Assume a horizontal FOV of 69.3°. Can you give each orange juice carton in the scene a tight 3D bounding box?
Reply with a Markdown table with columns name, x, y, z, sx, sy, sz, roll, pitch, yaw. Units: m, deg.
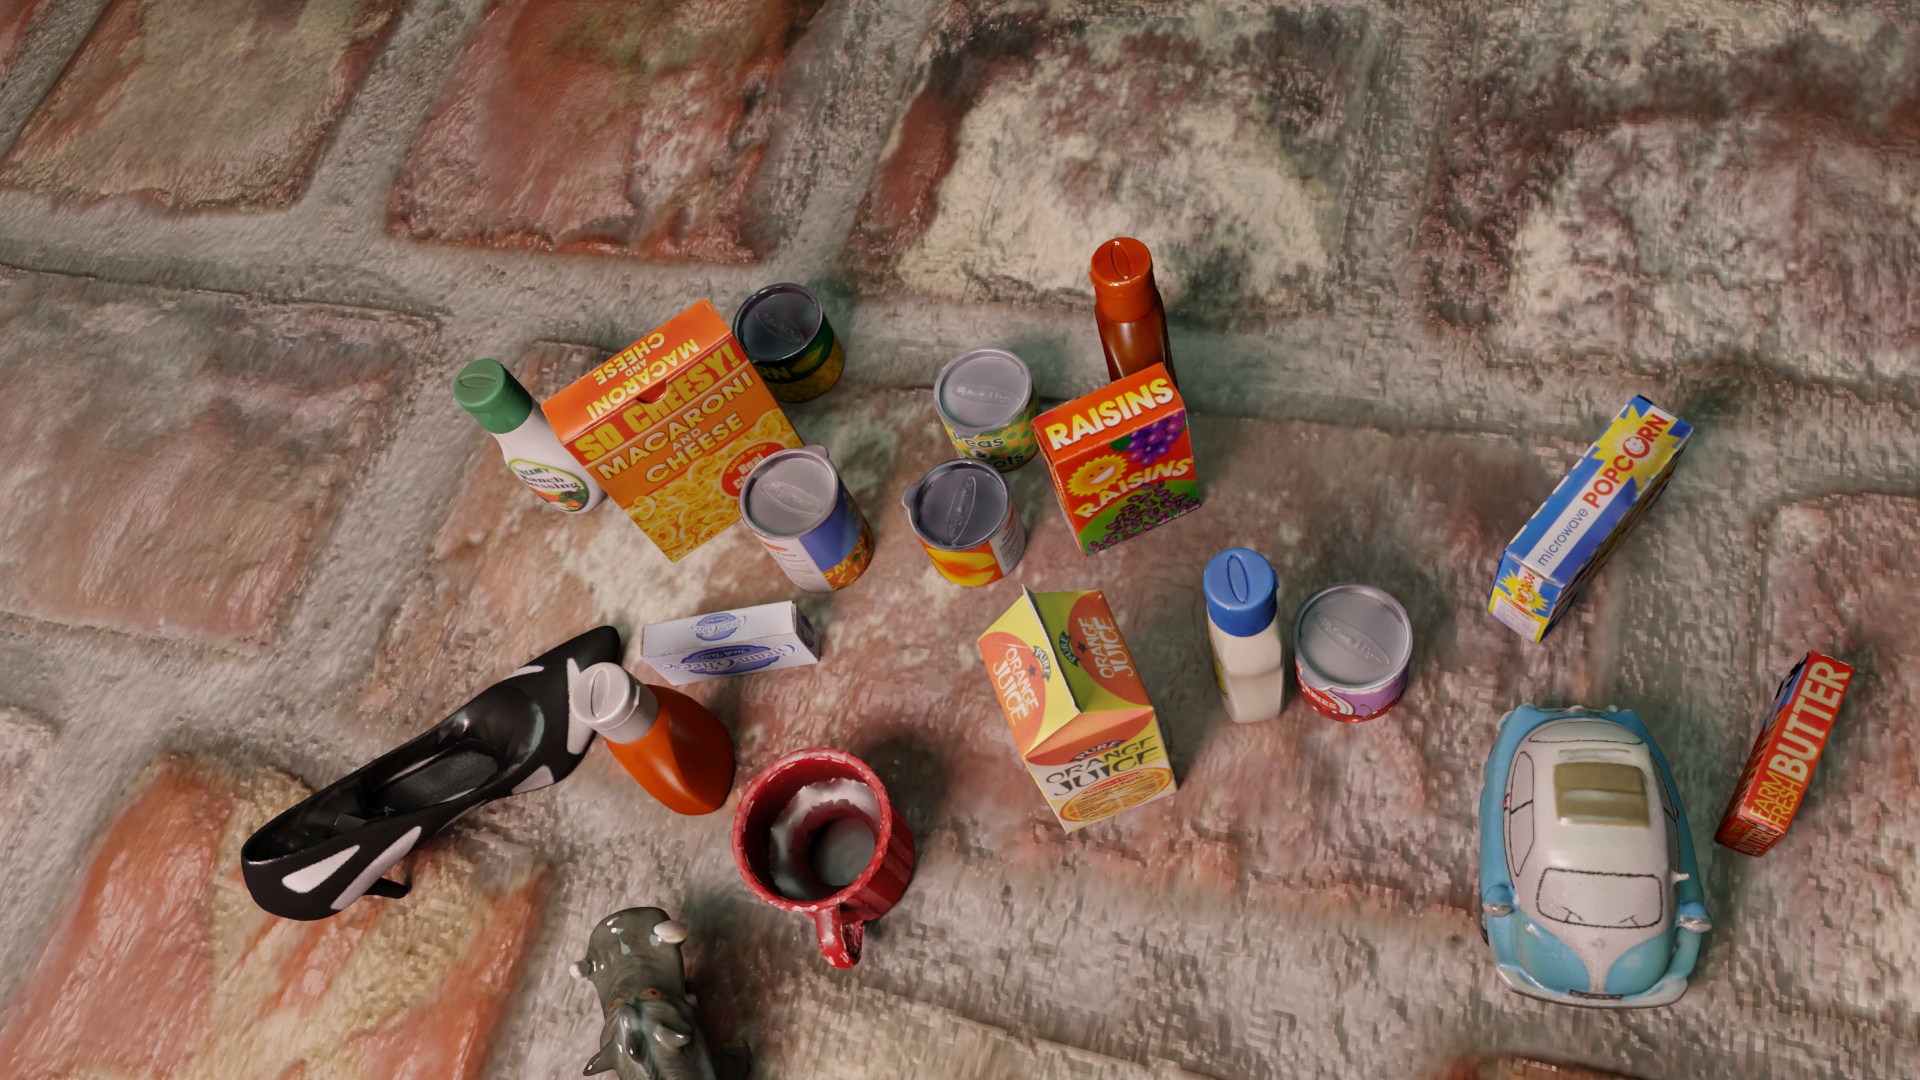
| name | x | y | z | sx | sy | sz | roll | pitch | yaw |
| --- | --- | --- | --- | --- | --- | --- | --- | --- | --- |
| orange juice carton | 0.064 | 0.091 | 0.751 | 0.073 | 0.192 | 0.072 | -22 | 61 | 3 |

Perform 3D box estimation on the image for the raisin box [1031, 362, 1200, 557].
| name | x | y | z | sx | sy | sz | roll | pitch | yaw |
| --- | --- | --- | --- | --- | --- | --- | --- | --- | --- |
| raisin box | 0.098 | -0.047 | 0.852 | 0.086 | 0.123 | 0.040 | -23 | 61 | 2 |

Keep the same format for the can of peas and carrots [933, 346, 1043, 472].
| name | x | y | z | sx | sy | sz | roll | pitch | yaw |
| --- | --- | --- | --- | --- | --- | --- | --- | --- | --- |
| can of peas and carrots | 0.020 | -0.084 | 0.928 | 0.071 | 0.058 | 0.071 | -6 | 62 | 11 |

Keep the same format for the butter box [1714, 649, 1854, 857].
| name | x | y | z | sx | sy | sz | roll | pitch | yaw |
| --- | --- | --- | --- | --- | --- | --- | --- | --- | --- |
| butter box | 0.431 | 0.113 | 0.727 | 0.024 | 0.053 | 0.104 | 26 | 72 | 24 |

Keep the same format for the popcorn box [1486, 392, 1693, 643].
| name | x | y | z | sx | sy | sz | roll | pitch | yaw |
| --- | --- | --- | --- | --- | --- | --- | --- | --- | --- |
| popcorn box | 0.356 | -0.011 | 0.791 | 0.038 | 0.085 | 0.127 | 38 | 78 | 27 |

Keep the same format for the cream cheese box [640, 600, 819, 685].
| name | x | y | z | sx | sy | sz | roll | pitch | yaw |
| --- | --- | --- | --- | --- | --- | --- | --- | --- | --- |
| cream cheese box | -0.147 | 0.067 | 0.896 | 0.104 | 0.053 | 0.024 | -10 | 62 | 9 |

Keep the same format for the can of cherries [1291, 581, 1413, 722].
| name | x | y | z | sx | sy | sz | roll | pitch | yaw |
| --- | --- | --- | --- | --- | --- | --- | --- | --- | --- |
| can of cherries | 0.223 | 0.067 | 0.800 | 0.071 | 0.058 | 0.072 | -6 | 62 | 11 |

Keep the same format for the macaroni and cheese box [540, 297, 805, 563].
| name | x | y | z | sx | sy | sz | roll | pitch | yaw |
| --- | --- | --- | --- | --- | --- | --- | --- | --- | --- |
| macaroni and cheese box | -0.176 | -0.066 | 0.906 | 0.124 | 0.166 | 0.040 | -35 | 61 | -4 |

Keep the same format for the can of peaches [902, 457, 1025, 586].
| name | x | y | z | sx | sy | sz | roll | pitch | yaw |
| --- | --- | --- | --- | --- | --- | --- | --- | --- | --- |
| can of peaches | 0.003 | -0.011 | 0.895 | 0.071 | 0.058 | 0.071 | -6 | 62 | 11 |

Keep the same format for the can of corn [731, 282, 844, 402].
| name | x | y | z | sx | sy | sz | roll | pitch | yaw |
| --- | --- | --- | --- | --- | --- | --- | --- | --- | --- |
| can of corn | -0.123 | -0.138 | 0.992 | 0.071 | 0.058 | 0.071 | -6 | 62 | 11 |

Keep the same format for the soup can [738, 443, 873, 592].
| name | x | y | z | sx | sy | sz | roll | pitch | yaw |
| --- | --- | --- | --- | --- | --- | --- | --- | --- | --- |
| soup can | -0.097 | -0.014 | 0.907 | 0.071 | 0.083 | 0.071 | -6 | 63 | 11 |

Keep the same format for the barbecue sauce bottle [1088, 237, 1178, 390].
| name | x | y | z | sx | sy | sz | roll | pitch | yaw |
| --- | --- | --- | --- | --- | --- | --- | --- | --- | --- |
| barbecue sauce bottle | 0.110 | -0.132 | 0.878 | 0.043 | 0.148 | 0.065 | -15 | 61 | 7 |

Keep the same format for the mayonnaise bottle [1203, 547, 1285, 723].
| name | x | y | z | sx | sy | sz | roll | pitch | yaw |
| --- | --- | --- | --- | --- | --- | --- | --- | --- | --- |
| mayonnaise bottle | 0.158 | 0.051 | 0.773 | 0.041 | 0.147 | 0.065 | -12 | 62 | 9 |

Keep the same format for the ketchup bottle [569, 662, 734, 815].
| name | x | y | z | sx | sy | sz | roll | pitch | yaw |
| --- | --- | --- | --- | --- | --- | --- | --- | --- | --- |
| ketchup bottle | -0.181 | 0.115 | 0.825 | 0.043 | 0.148 | 0.065 | -7 | 63 | 11 |

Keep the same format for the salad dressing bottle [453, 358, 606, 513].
| name | x | y | z | sx | sy | sz | roll | pitch | yaw |
| --- | --- | --- | --- | --- | --- | --- | --- | --- | --- |
| salad dressing bottle | -0.291 | -0.070 | 0.948 | 0.064 | 0.147 | 0.044 | 5 | 65 | 17 |
